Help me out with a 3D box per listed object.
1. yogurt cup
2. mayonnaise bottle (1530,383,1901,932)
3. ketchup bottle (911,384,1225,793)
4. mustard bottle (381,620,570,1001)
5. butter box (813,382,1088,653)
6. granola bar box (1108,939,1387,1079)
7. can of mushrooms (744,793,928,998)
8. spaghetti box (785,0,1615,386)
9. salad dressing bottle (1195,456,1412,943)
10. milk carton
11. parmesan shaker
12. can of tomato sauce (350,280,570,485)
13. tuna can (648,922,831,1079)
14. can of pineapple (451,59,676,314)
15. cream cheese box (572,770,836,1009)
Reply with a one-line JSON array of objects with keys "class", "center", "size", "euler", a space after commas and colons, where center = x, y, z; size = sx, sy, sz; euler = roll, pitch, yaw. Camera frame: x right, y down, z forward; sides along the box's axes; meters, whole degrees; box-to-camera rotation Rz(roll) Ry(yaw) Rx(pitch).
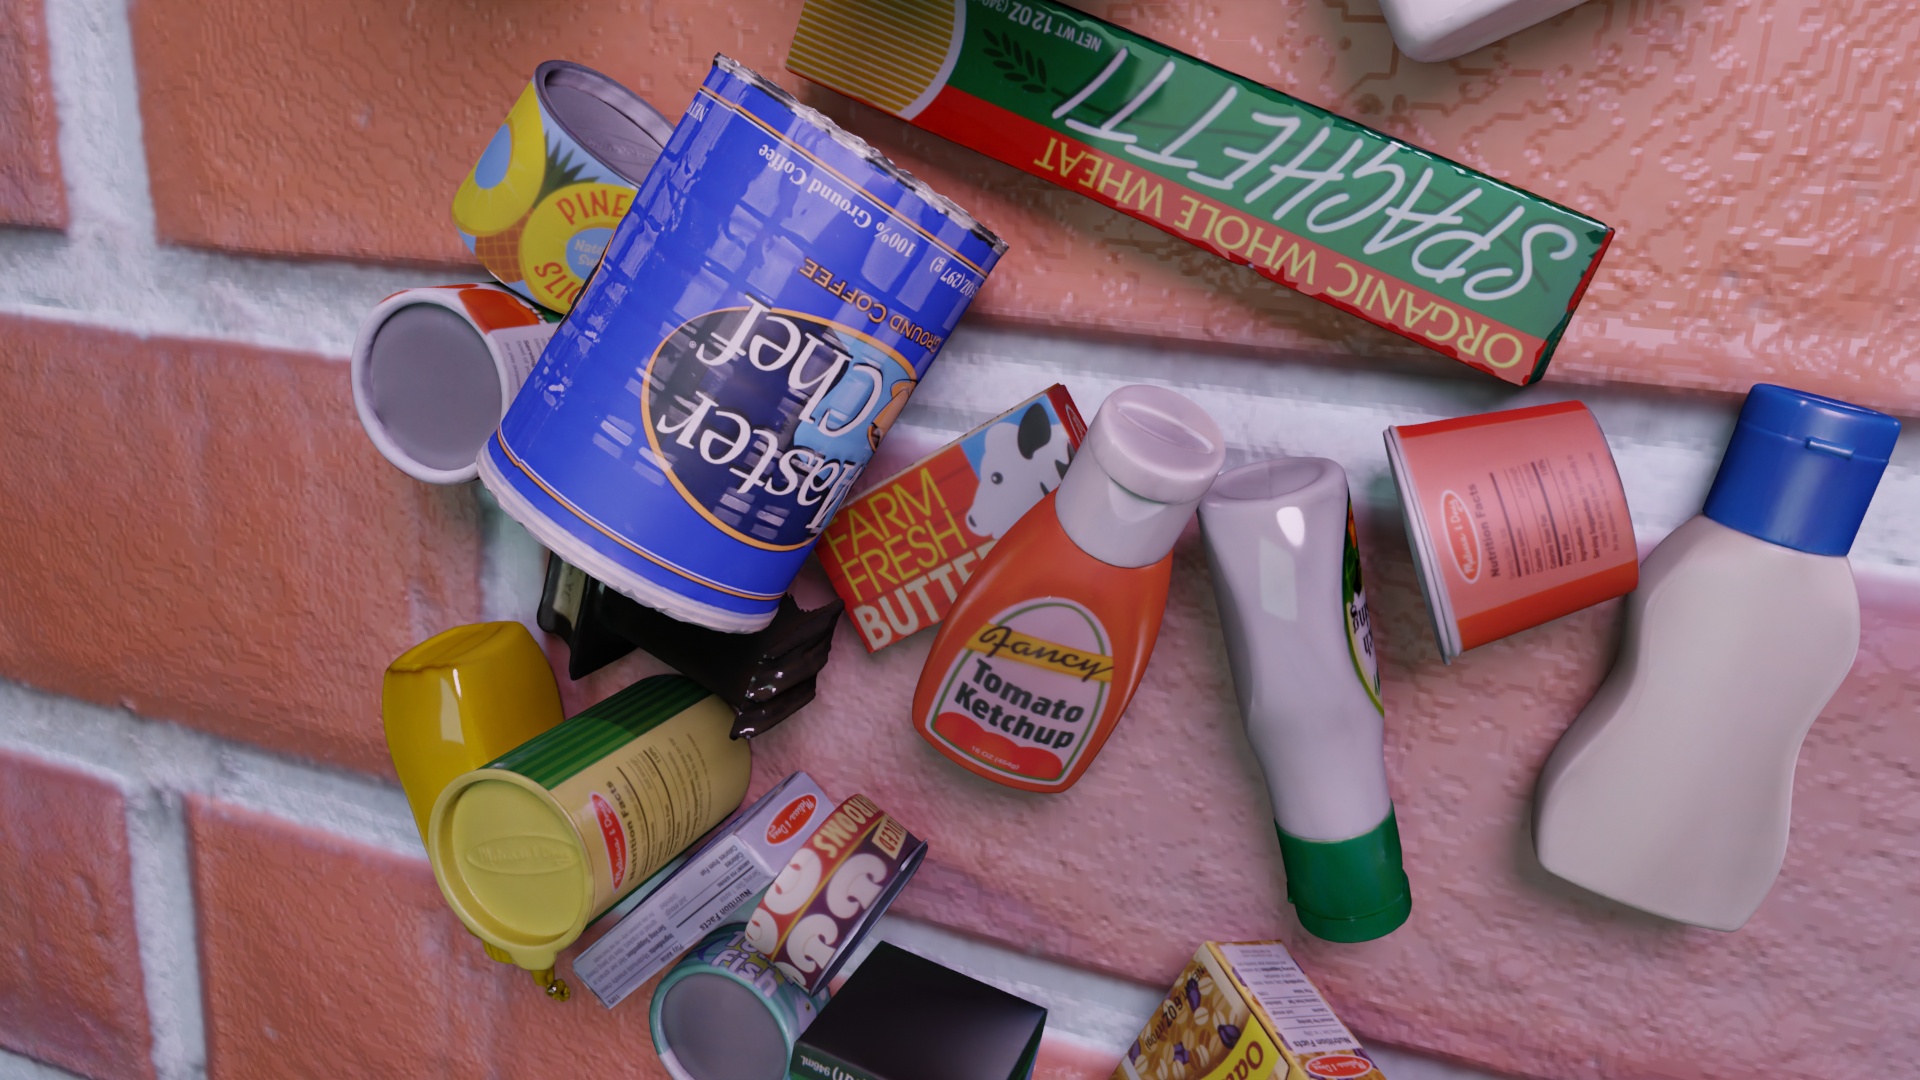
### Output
[{"class": "yogurt cup", "center": [0.153, -0.006, 0.387], "size": [0.054, 0.072, 0.072], "euler": [-15, 97, 16]}, {"class": "mayonnaise bottle", "center": [0.212, 0.032, 0.385], "size": [0.065, 0.041, 0.147], "euler": [18, 107, 15]}, {"class": "ketchup bottle", "center": [0.033, 0.017, 0.420], "size": [0.065, 0.044, 0.148], "euler": [24, 135, 0]}, {"class": "mustard bottle", "center": [-0.180, 0.114, 0.548], "size": [0.049, 0.065, 0.159], "euler": [-4, 105, 18]}, {"class": "butter box", "center": [0.002, -0.006, 0.468], "size": [0.103, 0.024, 0.053], "euler": [-28, 91, 25]}, {"class": "granola bar box", "center": [0.083, 0.232, 0.447], "size": [0.165, 0.039, 0.124], "euler": [-63, 37, 22]}, {"class": "can of mushrooms", "center": [-0.043, 0.123, 0.493], "size": [0.033, 0.071, 0.070], "euler": [37, 113, 11]}, {"class": "spaghetti box", "center": [0.064, -0.119, 0.414], "size": [0.250, 0.029, 0.050], "euler": [27, 112, 14]}, {"class": "salad dressing bottle", "center": [0.107, 0.050, 0.422], "size": [0.044, 0.064, 0.147], "euler": [-11, 107, 14]}, {"class": "milk carton", "center": [-0.030, 0.257, 0.516], "size": [0.072, 0.074, 0.189], "euler": [18, 109, 17]}, {"class": "parmesan shaker", "center": [-0.129, 0.097, 0.500], "size": [0.071, 0.103, 0.071], "euler": [5, 104, 21]}, {"class": "can of tomato sauce", "center": [-0.159, -0.058, 0.486], "size": [0.071, 0.083, 0.071], "euler": [5, 105, 20]}, {"class": "tuna can", "center": [-0.085, 0.185, 0.543], "size": [0.071, 0.033, 0.071], "euler": [5, 105, 21]}, {"class": "can of pineapple", "center": [-0.127, -0.116, 0.468], "size": [0.071, 0.071, 0.057], "euler": [47, 116, 5]}, {"class": "cream cheese box", "center": [-0.097, 0.131, 0.524], "size": [0.103, 0.053, 0.024], "euler": [-41, 88, 25]}]
